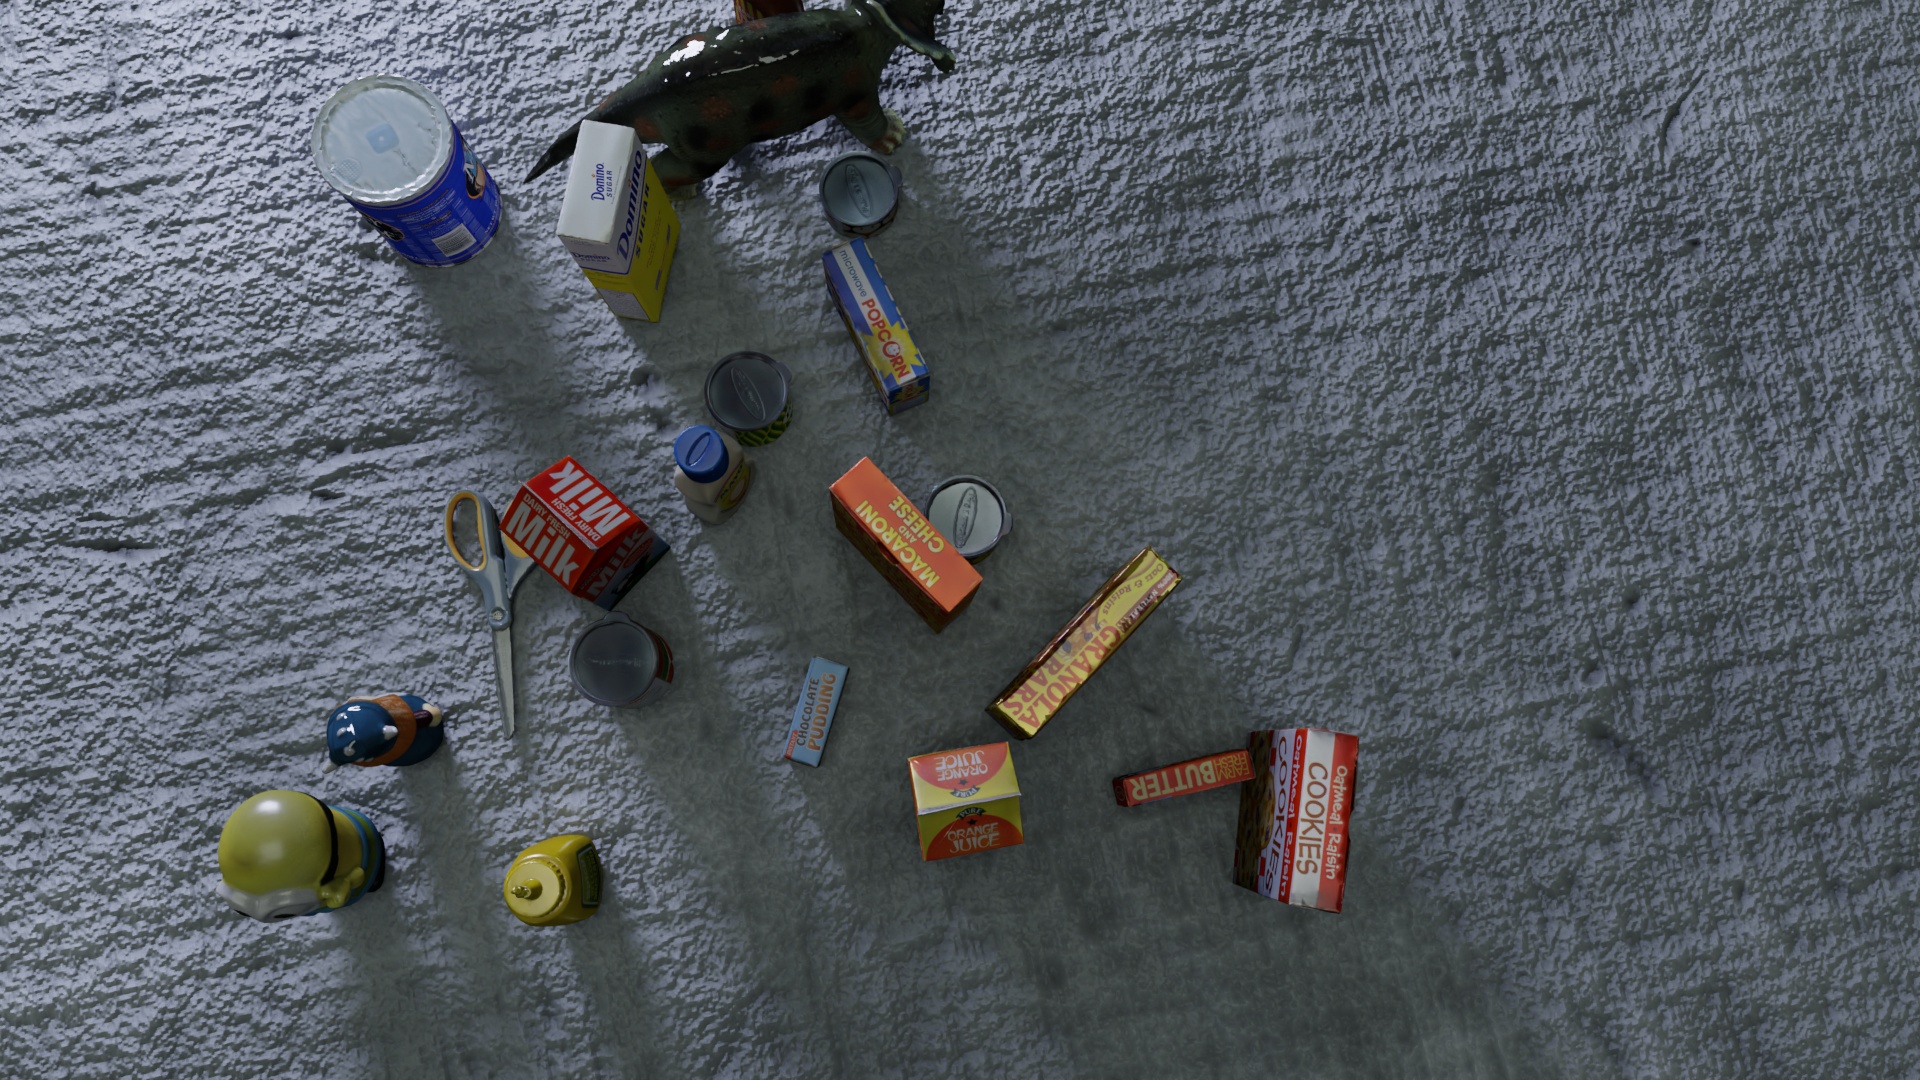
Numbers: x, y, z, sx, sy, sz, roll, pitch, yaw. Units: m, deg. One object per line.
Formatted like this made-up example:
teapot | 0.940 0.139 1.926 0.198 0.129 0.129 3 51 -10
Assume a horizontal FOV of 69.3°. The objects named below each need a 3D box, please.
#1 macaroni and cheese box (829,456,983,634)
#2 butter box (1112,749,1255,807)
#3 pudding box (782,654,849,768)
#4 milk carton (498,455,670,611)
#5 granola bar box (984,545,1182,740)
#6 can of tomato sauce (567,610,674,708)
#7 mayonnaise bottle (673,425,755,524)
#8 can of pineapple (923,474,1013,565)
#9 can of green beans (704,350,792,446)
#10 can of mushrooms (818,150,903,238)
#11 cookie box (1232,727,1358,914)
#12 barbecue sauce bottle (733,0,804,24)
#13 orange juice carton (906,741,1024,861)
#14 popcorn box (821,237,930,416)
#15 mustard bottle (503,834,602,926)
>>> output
macaroni and cheese box | -0.043 0.009 1.050 0.040 0.166 0.124 -43 85 -8
butter box | 0.174 0.186 1.090 0.103 0.053 0.024 -12 82 -5
pudding box | -0.113 0.133 1.085 0.030 0.049 0.084 17 80 0
milk carton | -0.278 -0.004 1.028 0.072 0.190 0.073 41 82 4
granola bar box | 0.092 0.082 1.066 0.039 0.124 0.166 44 81 4
can of tomato sauce | -0.259 0.094 1.067 0.071 0.083 0.071 0 81 -3
mayonnaise bottle | -0.190 -0.053 1.062 0.041 0.148 0.065 31 81 2
can of pineapple | 0.004 -0.014 1.111 0.071 0.057 0.071 0 81 -3
can of green beans | -0.169 -0.113 1.118 0.071 0.057 0.071 0 81 -3
can of mushrooms | -0.082 -0.290 1.164 0.071 0.033 0.071 0 81 -3
cookie box | 0.247 0.204 1.033 0.040 0.167 0.123 8 81 -1
barbecue sauce bottle | -0.157 -0.440 1.127 0.065 0.148 0.044 36 81 3
orange juice carton | 0.002 0.188 1.010 0.072 0.192 0.073 -9 82 -4
popcorn box | -0.068 -0.171 1.119 0.038 0.085 0.127 -25 83 -6
mustard bottle | -0.295 0.248 1.001 0.049 0.160 0.065 -9 82 -4
